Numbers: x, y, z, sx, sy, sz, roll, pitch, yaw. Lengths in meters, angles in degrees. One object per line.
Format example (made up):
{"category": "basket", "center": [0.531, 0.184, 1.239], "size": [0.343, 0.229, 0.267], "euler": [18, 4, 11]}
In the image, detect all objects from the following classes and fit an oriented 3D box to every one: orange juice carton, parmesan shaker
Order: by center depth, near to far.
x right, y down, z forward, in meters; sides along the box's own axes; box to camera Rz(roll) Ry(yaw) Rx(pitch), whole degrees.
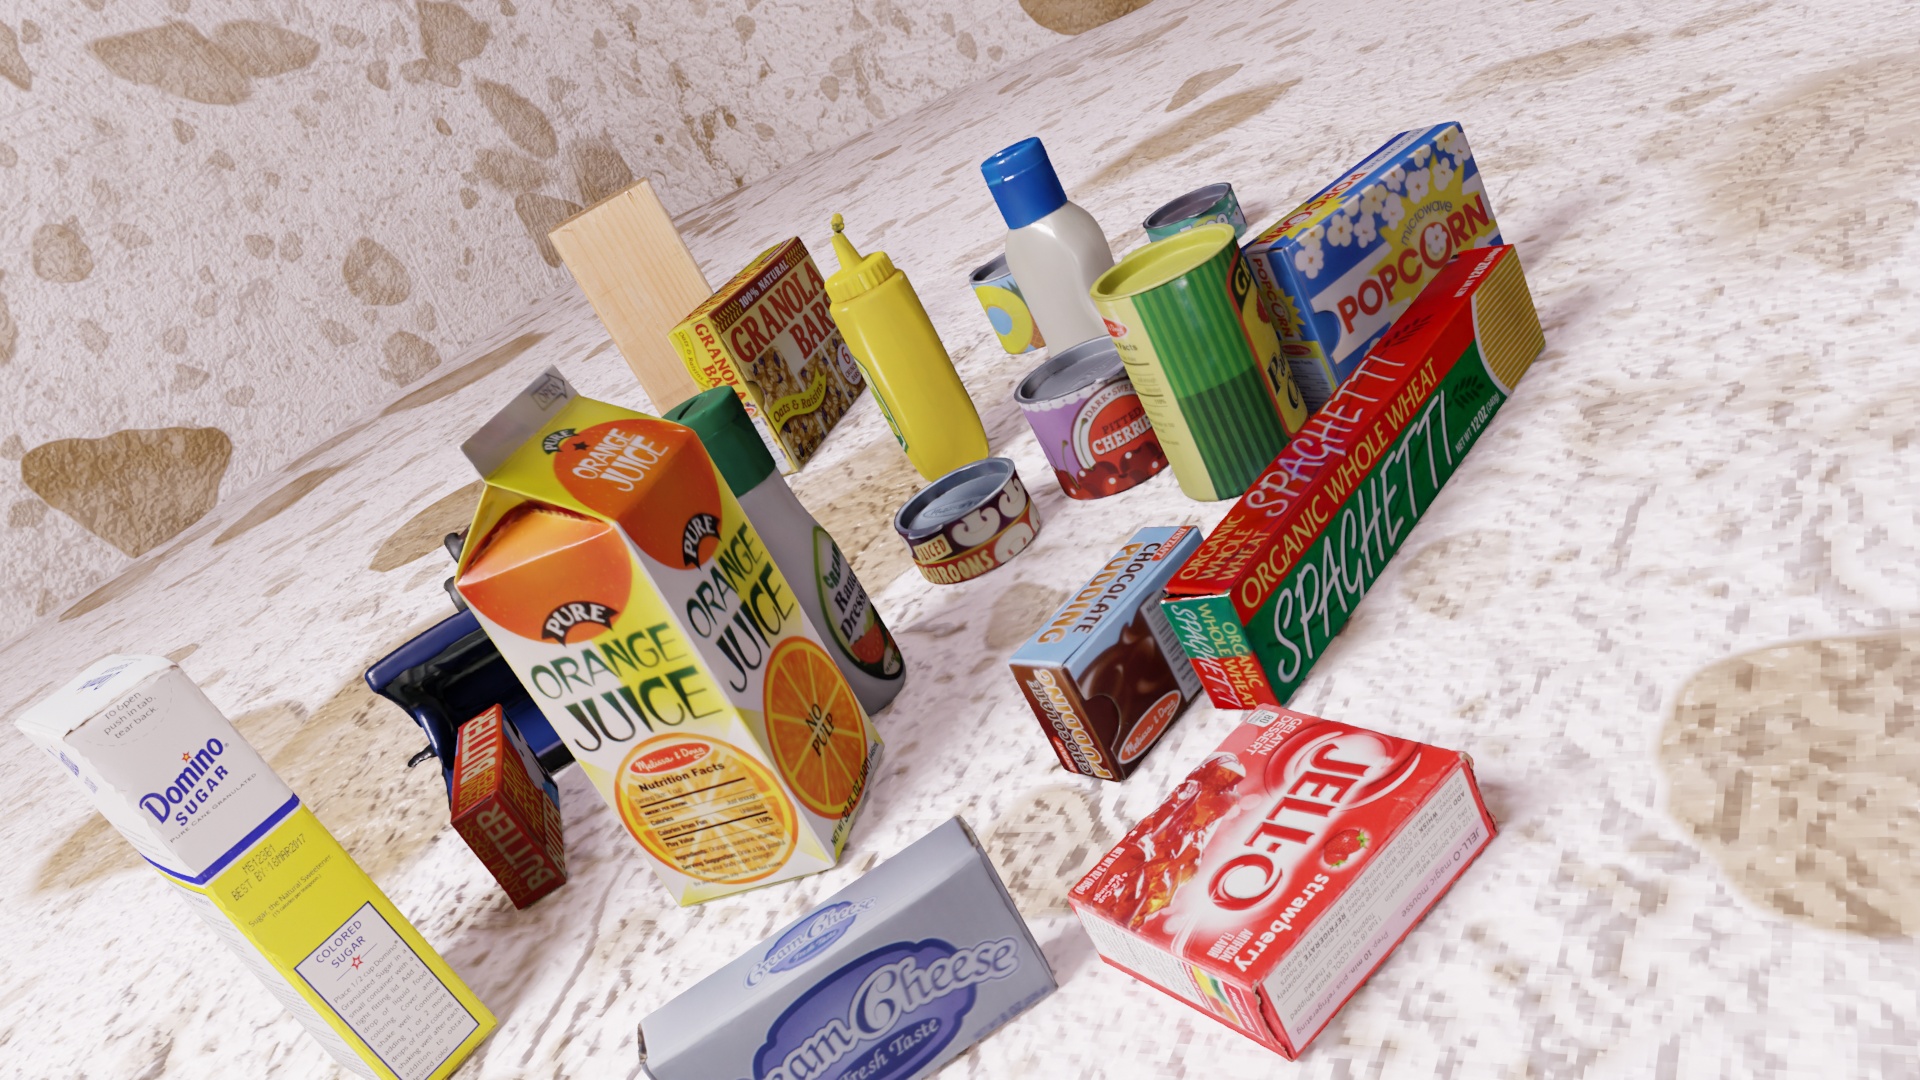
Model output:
{"category": "orange juice carton", "center": [-0.109, 0.032, 0.499], "size": [0.073, 0.192, 0.072], "euler": [-20, 22, 22]}
{"category": "parmesan shaker", "center": [0.107, -0.078, 0.610], "size": [0.071, 0.102, 0.071], "euler": [-24, 21, 10]}

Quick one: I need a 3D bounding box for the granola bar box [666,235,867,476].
{"category": "granola bar box", "center": [-0.130, -0.133, 0.999], "size": [0.039, 0.124, 0.166], "euler": [-18, 23, 26]}

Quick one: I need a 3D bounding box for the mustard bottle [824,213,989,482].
{"category": "mustard bottle", "center": [-0.037, -0.110, 0.782], "size": [0.049, 0.159, 0.065], "euler": [-29, 21, -2]}

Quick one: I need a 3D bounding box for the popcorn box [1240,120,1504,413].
{"category": "popcorn box", "center": [0.193, -0.126, 0.639], "size": [0.127, 0.085, 0.038], "euler": [-37, 22, -22]}

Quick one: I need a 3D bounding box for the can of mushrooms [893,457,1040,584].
{"category": "can of mushrooms", "center": [0.002, -0.008, 0.676], "size": [0.071, 0.033, 0.071], "euler": [-24, 21, 10]}

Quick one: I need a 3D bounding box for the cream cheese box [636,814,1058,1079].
{"category": "cream cheese box", "center": [-0.029, 0.126, 0.378], "size": [0.104, 0.053, 0.024], "euler": [-31, 21, -8]}

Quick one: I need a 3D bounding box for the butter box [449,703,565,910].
{"category": "butter box", "center": [-0.199, 0.115, 0.613], "size": [0.024, 0.053, 0.103], "euler": [-31, 21, -8]}

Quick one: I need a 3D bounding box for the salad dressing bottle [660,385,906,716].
{"category": "salad dressing bottle", "center": [-0.074, 0.008, 0.575], "size": [0.044, 0.147, 0.064], "euler": [-22, 22, 18]}

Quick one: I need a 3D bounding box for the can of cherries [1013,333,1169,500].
{"category": "can of cherries", "center": [0.069, -0.060, 0.679], "size": [0.071, 0.058, 0.072], "euler": [-24, 21, 10]}

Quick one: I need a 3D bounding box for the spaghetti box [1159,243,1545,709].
{"category": "spaghetti box", "center": [0.156, -0.033, 0.520], "size": [0.028, 0.050, 0.251], "euler": [-4, 32, 48]}

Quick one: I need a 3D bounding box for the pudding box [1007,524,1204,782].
{"category": "pudding box", "center": [0.059, 0.037, 0.480], "size": [0.030, 0.049, 0.084], "euler": [-2, 33, 50]}

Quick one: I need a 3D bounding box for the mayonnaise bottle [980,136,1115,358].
{"category": "mayonnaise bottle", "center": [0.059, -0.148, 0.767], "size": [0.064, 0.147, 0.041], "euler": [-2, 33, 50]}

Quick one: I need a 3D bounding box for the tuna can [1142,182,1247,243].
{"category": "tuna can", "center": [0.163, -0.218, 0.960], "size": [0.071, 0.032, 0.071], "euler": [-24, 21, 10]}

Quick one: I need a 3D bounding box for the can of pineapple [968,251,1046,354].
{"category": "can of pineapple", "center": [0.047, -0.168, 0.955], "size": [0.071, 0.057, 0.071], "euler": [-24, 21, 10]}
